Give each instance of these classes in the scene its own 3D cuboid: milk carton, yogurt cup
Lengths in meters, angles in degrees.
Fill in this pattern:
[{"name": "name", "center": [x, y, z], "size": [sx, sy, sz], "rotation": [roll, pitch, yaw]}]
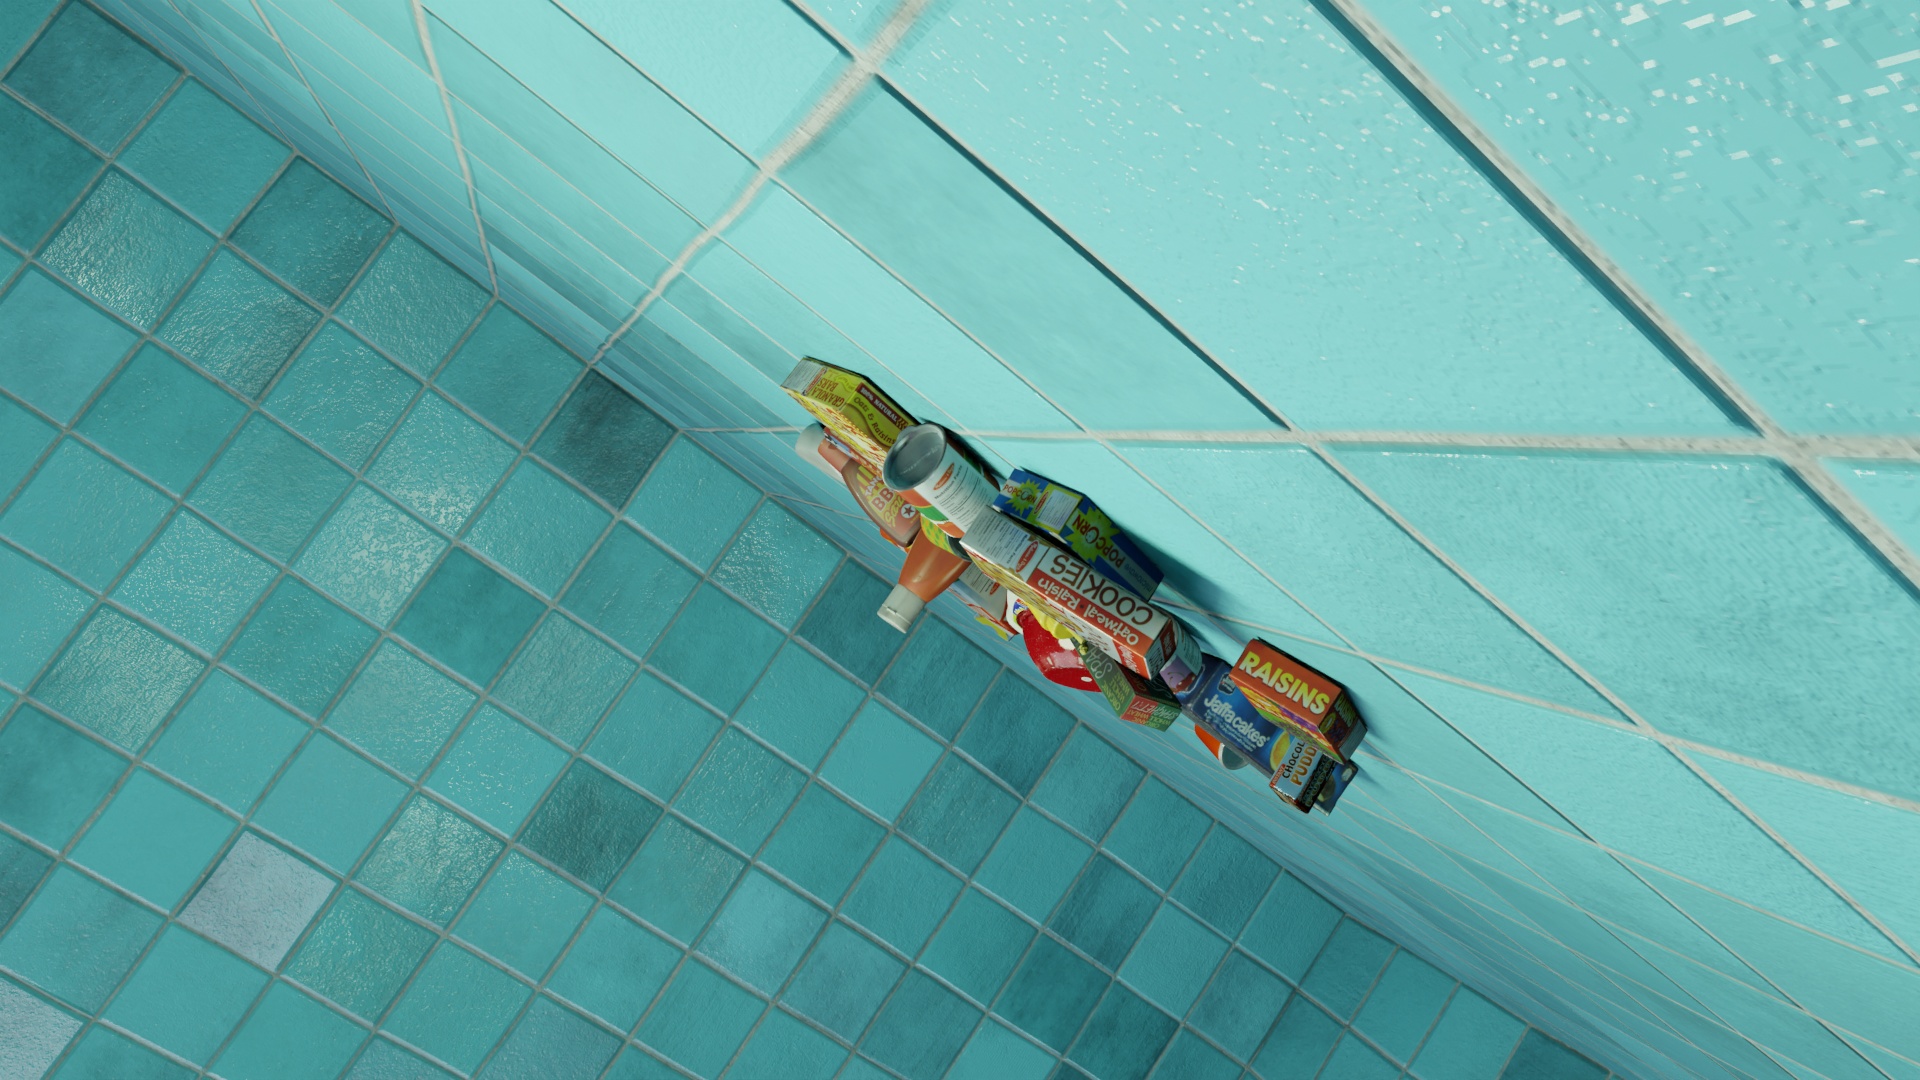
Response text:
[{"name": "milk carton", "center": [0.033, 0.045, 1.598], "size": [0.072, 0.073, 0.190], "rotation": [28, 171, 47]}, {"name": "yogurt cup", "center": [0.290, 0.205, 1.499], "size": [0.072, 0.072, 0.054], "rotation": [41, 179, -42]}]

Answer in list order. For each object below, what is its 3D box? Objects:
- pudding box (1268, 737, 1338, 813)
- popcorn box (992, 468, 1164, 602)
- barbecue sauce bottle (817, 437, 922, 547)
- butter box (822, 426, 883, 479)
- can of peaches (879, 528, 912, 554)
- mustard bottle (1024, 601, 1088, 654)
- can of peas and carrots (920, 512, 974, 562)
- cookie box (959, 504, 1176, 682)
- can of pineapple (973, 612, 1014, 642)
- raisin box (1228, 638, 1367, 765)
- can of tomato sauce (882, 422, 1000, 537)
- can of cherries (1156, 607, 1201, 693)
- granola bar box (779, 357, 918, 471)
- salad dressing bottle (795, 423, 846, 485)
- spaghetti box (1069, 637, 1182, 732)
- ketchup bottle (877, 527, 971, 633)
[{"name": "pudding box", "center": [0.307, 0.192, 1.217], "size": [0.030, 0.084, 0.049], "rotation": [26, 169, 37]}, {"name": "popcorn box", "center": [0.094, 0.000, 1.101], "size": [0.126, 0.038, 0.085], "rotation": [40, 171, -40]}, {"name": "barbecue sauce bottle", "center": [-0.093, -0.062, 1.532], "size": [0.148, 0.065, 0.043], "rotation": [43, 173, 10]}, {"name": "butter box", "center": [-0.097, -0.092, 1.484], "size": [0.103, 0.024, 0.053], "rotation": [35, 174, 4]}, {"name": "can of peaches", "center": [-0.053, -0.015, 1.613], "size": [0.058, 0.071, 0.071], "rotation": [34, 173, 21]}, {"name": "mustard bottle", "center": [0.075, 0.037, 1.196], "size": [0.065, 0.048, 0.161], "rotation": [33, -160, -51]}, {"name": "can of peas and carrots", "center": [0.005, -0.016, 1.314], "size": [0.071, 0.071, 0.059], "rotation": [39, 173, -30]}, {"name": "cookie box", "center": [0.088, 0.043, 1.087], "size": [0.167, 0.040, 0.122], "rotation": [32, 174, 16]}, {"name": "can of pineapple", "center": [0.059, 0.092, 1.845], "size": [0.058, 0.071, 0.071], "rotation": [35, 173, 1]}, {"name": "raisin box", "center": [0.277, 0.132, 1.131], "size": [0.086, 0.040, 0.123], "rotation": [32, 174, 33]}, {"name": "can of tomato sauce", "center": [-0.016, -0.051, 1.176], "size": [0.071, 0.071, 0.083], "rotation": [28, 171, 48]}, {"name": "can of cherries", "center": [0.180, 0.104, 1.283], "size": [0.071, 0.071, 0.058], "rotation": [29, 172, 42]}, {"name": "granola bar box", "center": [-0.070, -0.095, 1.252], "size": [0.165, 0.039, 0.124], "rotation": [40, 173, -34]}, {"name": "salad dressing bottle", "center": [-0.120, -0.082, 1.594], "size": [0.148, 0.044, 0.064], "rotation": [32, 171, 21]}, {"name": "spaghetti box", "center": [0.120, 0.081, 1.211], "size": [0.050, 0.028, 0.251], "rotation": [19, -159, -25]}, {"name": "ketchup bottle", "center": [-0.028, 0.024, 1.415], "size": [0.065, 0.149, 0.043], "rotation": [32, 171, 23]}]
